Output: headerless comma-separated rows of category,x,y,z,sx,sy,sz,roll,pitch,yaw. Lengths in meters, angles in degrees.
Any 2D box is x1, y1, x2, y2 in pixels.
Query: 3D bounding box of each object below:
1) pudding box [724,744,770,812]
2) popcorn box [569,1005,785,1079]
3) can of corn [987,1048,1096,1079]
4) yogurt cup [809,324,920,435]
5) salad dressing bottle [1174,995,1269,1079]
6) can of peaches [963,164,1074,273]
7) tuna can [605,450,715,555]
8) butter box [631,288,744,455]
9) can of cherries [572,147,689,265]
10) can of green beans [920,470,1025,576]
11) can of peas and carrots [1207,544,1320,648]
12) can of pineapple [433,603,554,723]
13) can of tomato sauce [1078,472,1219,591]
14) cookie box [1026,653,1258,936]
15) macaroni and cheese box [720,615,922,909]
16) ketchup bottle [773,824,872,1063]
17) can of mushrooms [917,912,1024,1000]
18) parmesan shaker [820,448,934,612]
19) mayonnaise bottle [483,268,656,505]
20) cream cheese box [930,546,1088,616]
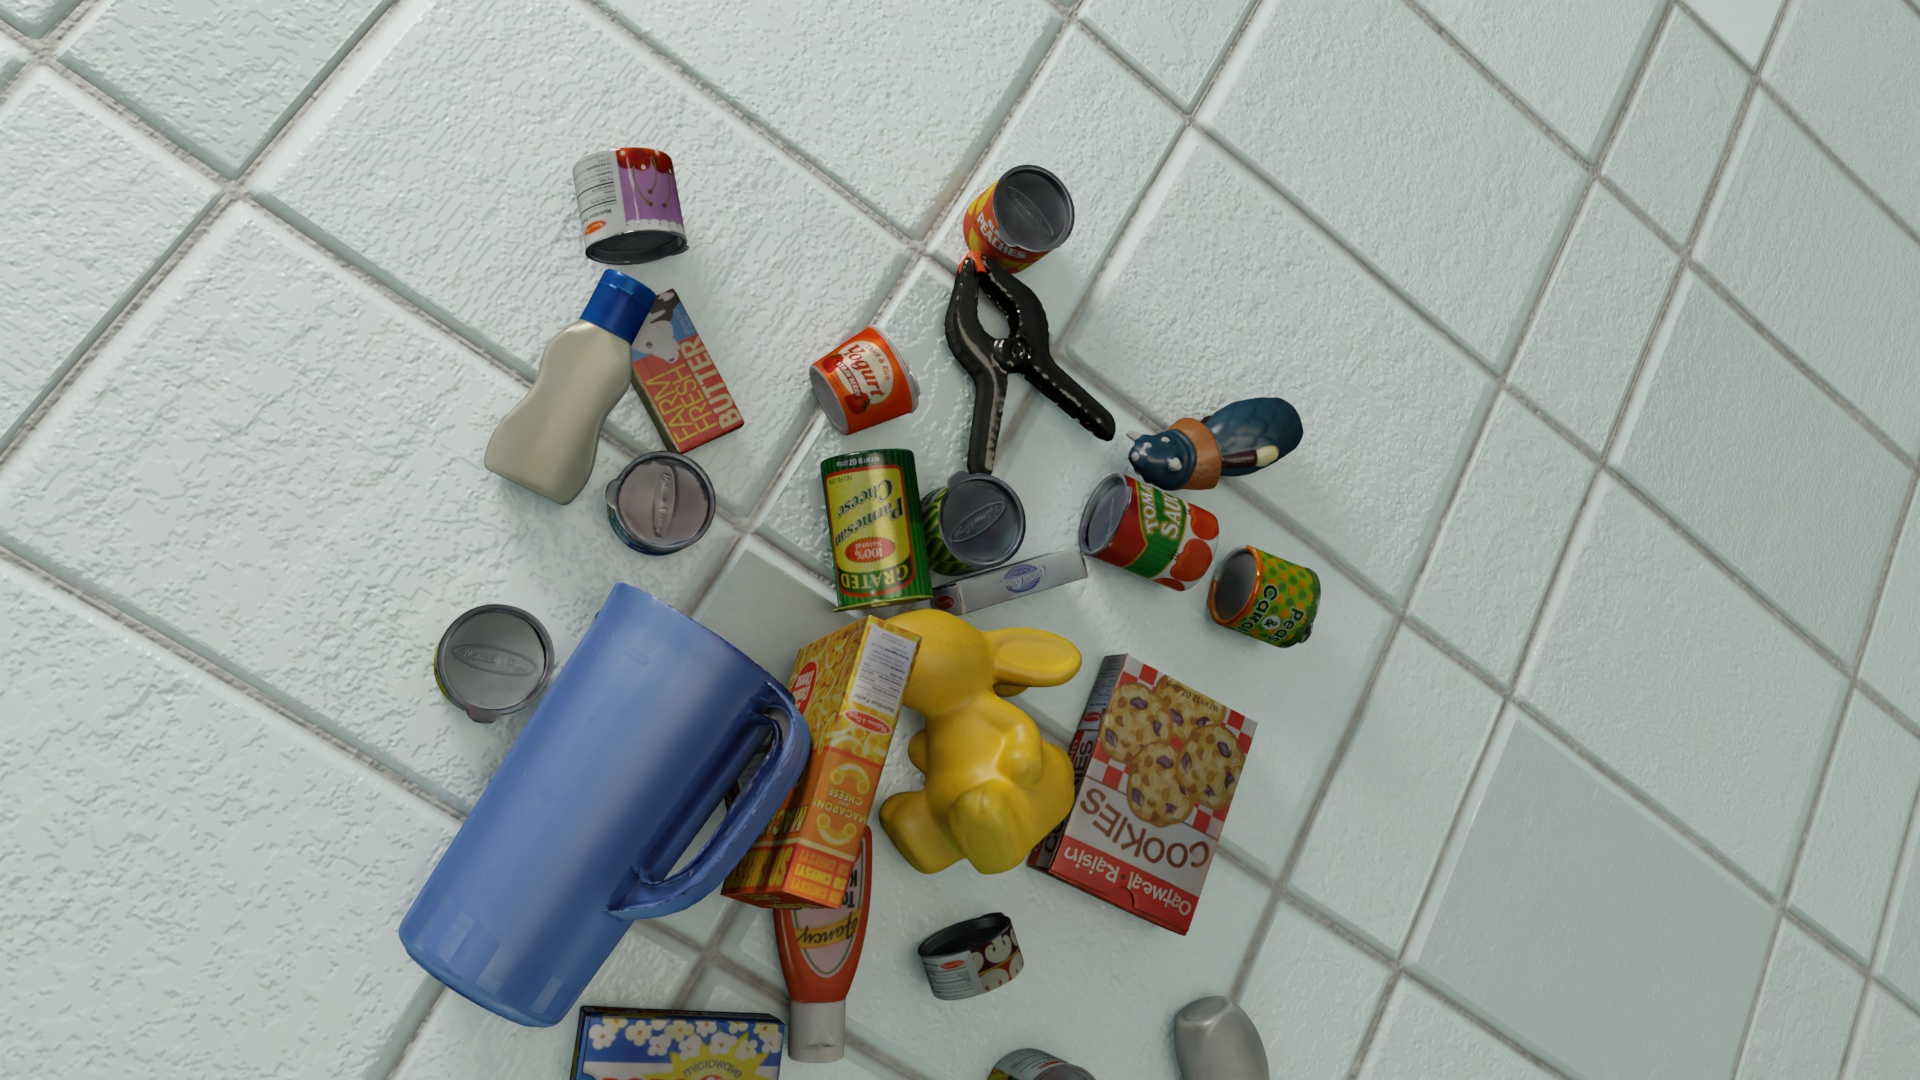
pudding box,-0.114,0.157,0.919,0.084,0.030,0.049,-13,86,-24
popcorn box,-0.177,0.337,0.860,0.127,0.038,0.085,11,79,-22
can of corn,0.056,0.386,0.941,0.071,0.058,0.071,4,81,-23
yogurt cup,-0.069,-0.108,0.961,0.054,0.072,0.072,-29,94,-16
salad dressing bottle,0.202,0.409,1.010,0.064,0.044,0.147,-21,92,-26
can of peaches,0.041,-0.236,1.030,0.071,0.058,0.071,3,82,-23
tuna can,-0.199,-0.024,0.908,0.071,0.032,0.071,4,81,-23
butter box,-0.192,-0.111,0.929,0.053,0.024,0.103,-30,94,-24
can of cherries,-0.216,-0.219,0.914,0.072,0.071,0.058,-9,85,-24
can of green beans,0.004,-0.010,0.980,0.071,0.057,0.071,3,81,-23
can of peas and carrots,0.232,0.044,1.063,0.059,0.071,0.071,20,75,-19
can of pineapple,-0.285,0.075,0.842,0.071,0.057,0.071,4,81,-22
can of tomato sauce,0.141,-0.007,1.032,0.083,0.071,0.071,21,75,-20
cookie box,0.135,0.185,1.016,0.123,0.040,0.168,28,72,-17
macaroni and cheese box,-0.085,0.138,0.845,0.040,0.123,0.167,24,67,-19
ketchup bottle,-0.091,0.260,0.906,0.065,0.043,0.149,4,81,-17
can of mushrooms,0.009,0.279,0.934,0.071,0.071,0.033,-18,90,-24
parmesan shaker,-0.060,-0.007,0.949,0.071,0.071,0.103,-6,84,-24
mayonnaise bottle,-0.242,-0.099,0.882,0.065,0.041,0.148,27,84,-13
cream cheese box,0.033,0.030,0.989,0.104,0.053,0.024,-16,91,-24
